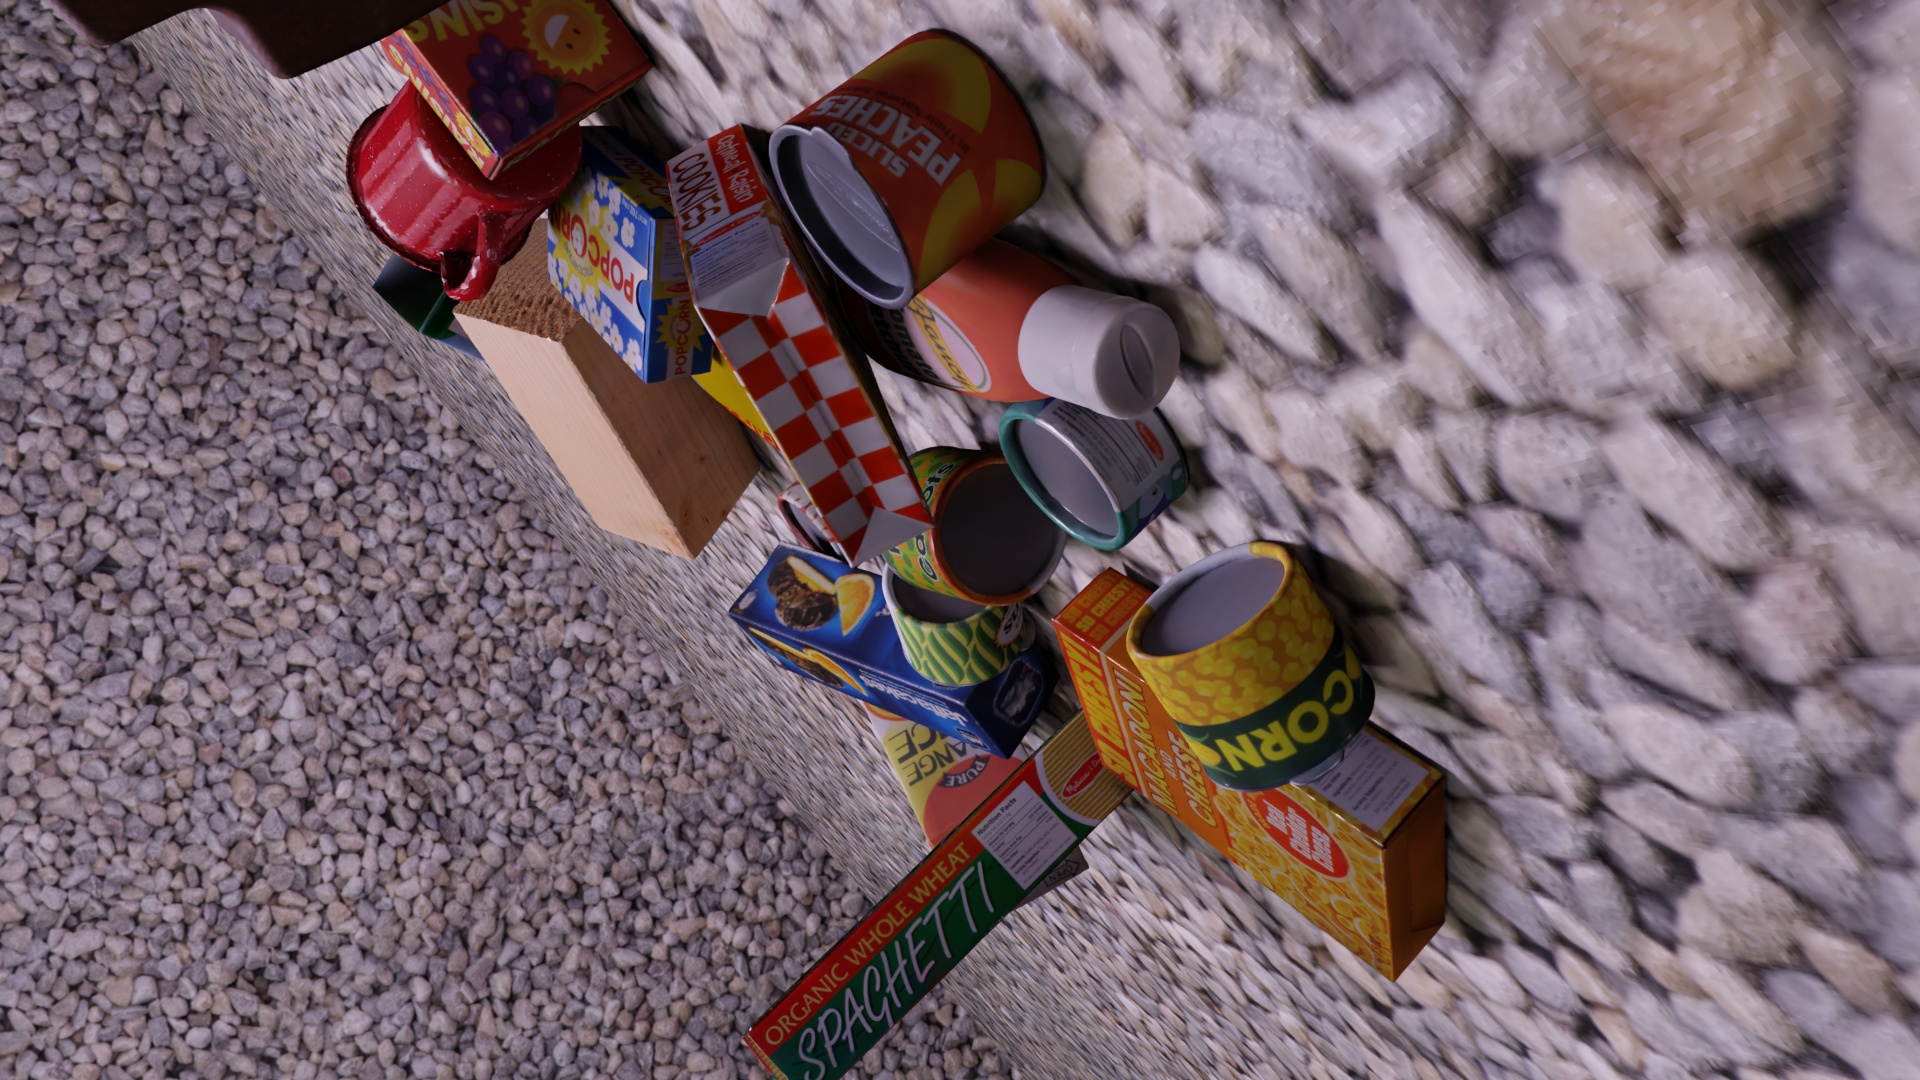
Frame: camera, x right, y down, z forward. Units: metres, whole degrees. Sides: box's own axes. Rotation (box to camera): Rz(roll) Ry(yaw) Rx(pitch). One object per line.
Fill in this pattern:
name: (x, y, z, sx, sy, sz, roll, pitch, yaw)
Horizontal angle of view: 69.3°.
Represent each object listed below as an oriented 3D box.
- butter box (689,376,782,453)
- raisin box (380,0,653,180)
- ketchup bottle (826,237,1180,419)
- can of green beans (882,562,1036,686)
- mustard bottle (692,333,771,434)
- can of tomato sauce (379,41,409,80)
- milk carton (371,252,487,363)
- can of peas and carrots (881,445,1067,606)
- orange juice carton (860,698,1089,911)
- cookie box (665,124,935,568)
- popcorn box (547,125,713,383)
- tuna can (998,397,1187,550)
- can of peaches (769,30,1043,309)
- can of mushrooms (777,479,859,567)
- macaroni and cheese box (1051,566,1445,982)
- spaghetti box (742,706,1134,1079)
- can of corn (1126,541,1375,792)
butter box: (-0.131, -0.097, 0.812, 0.104, 0.024, 0.053, 38, 159, 30)
raisin box: (-0.207, -0.233, 0.602, 0.123, 0.086, 0.040, 54, 157, -16)
ketchup bottle: (0.012, -0.075, 0.477, 0.149, 0.044, 0.064, 26, 151, 50)
can of green beans: (-0.002, 0.031, 0.701, 0.071, 0.071, 0.057, 39, 159, 29)
mustard bottle: (-0.120, -0.104, 0.728, 0.160, 0.049, 0.065, 31, 148, 46)
can of tomato sauce: (-0.253, -0.262, 0.681, 0.071, 0.071, 0.083, 53, 163, -13)
milk carton: (-0.281, -0.146, 0.927, 0.072, 0.073, 0.190, 37, -174, 34)
can of peas and carrots: (0.002, -0.008, 0.600, 0.070, 0.071, 0.058, 56, 161, -21)
orange juice carton: (0.004, 0.136, 0.808, 0.193, 0.072, 0.072, 58, 174, 47)
cookie box: (-0.068, -0.084, 0.558, 0.122, 0.040, 0.168, 62, -178, -34)
popcorn box: (-0.164, -0.145, 0.690, 0.127, 0.038, 0.084, 43, 133, 40)
tuna can: (0.046, -0.030, 0.507, 0.071, 0.033, 0.070, 43, 161, 19)
can of peaches: (-0.016, -0.117, 0.433, 0.071, 0.058, 0.071, 43, 161, 19)
can of mushrooms: (-0.081, -0.014, 0.853, 0.071, 0.033, 0.070, 43, 163, 17)
macaroni and cheese box: (0.121, 0.096, 0.581, 0.167, 0.040, 0.123, 34, 158, 38)
spaghetti box: (-0.003, 0.183, 0.716, 0.050, 0.250, 0.028, 47, 169, 7)
can of corn: (0.099, 0.043, 0.474, 0.058, 0.071, 0.071, 55, 161, -18)
